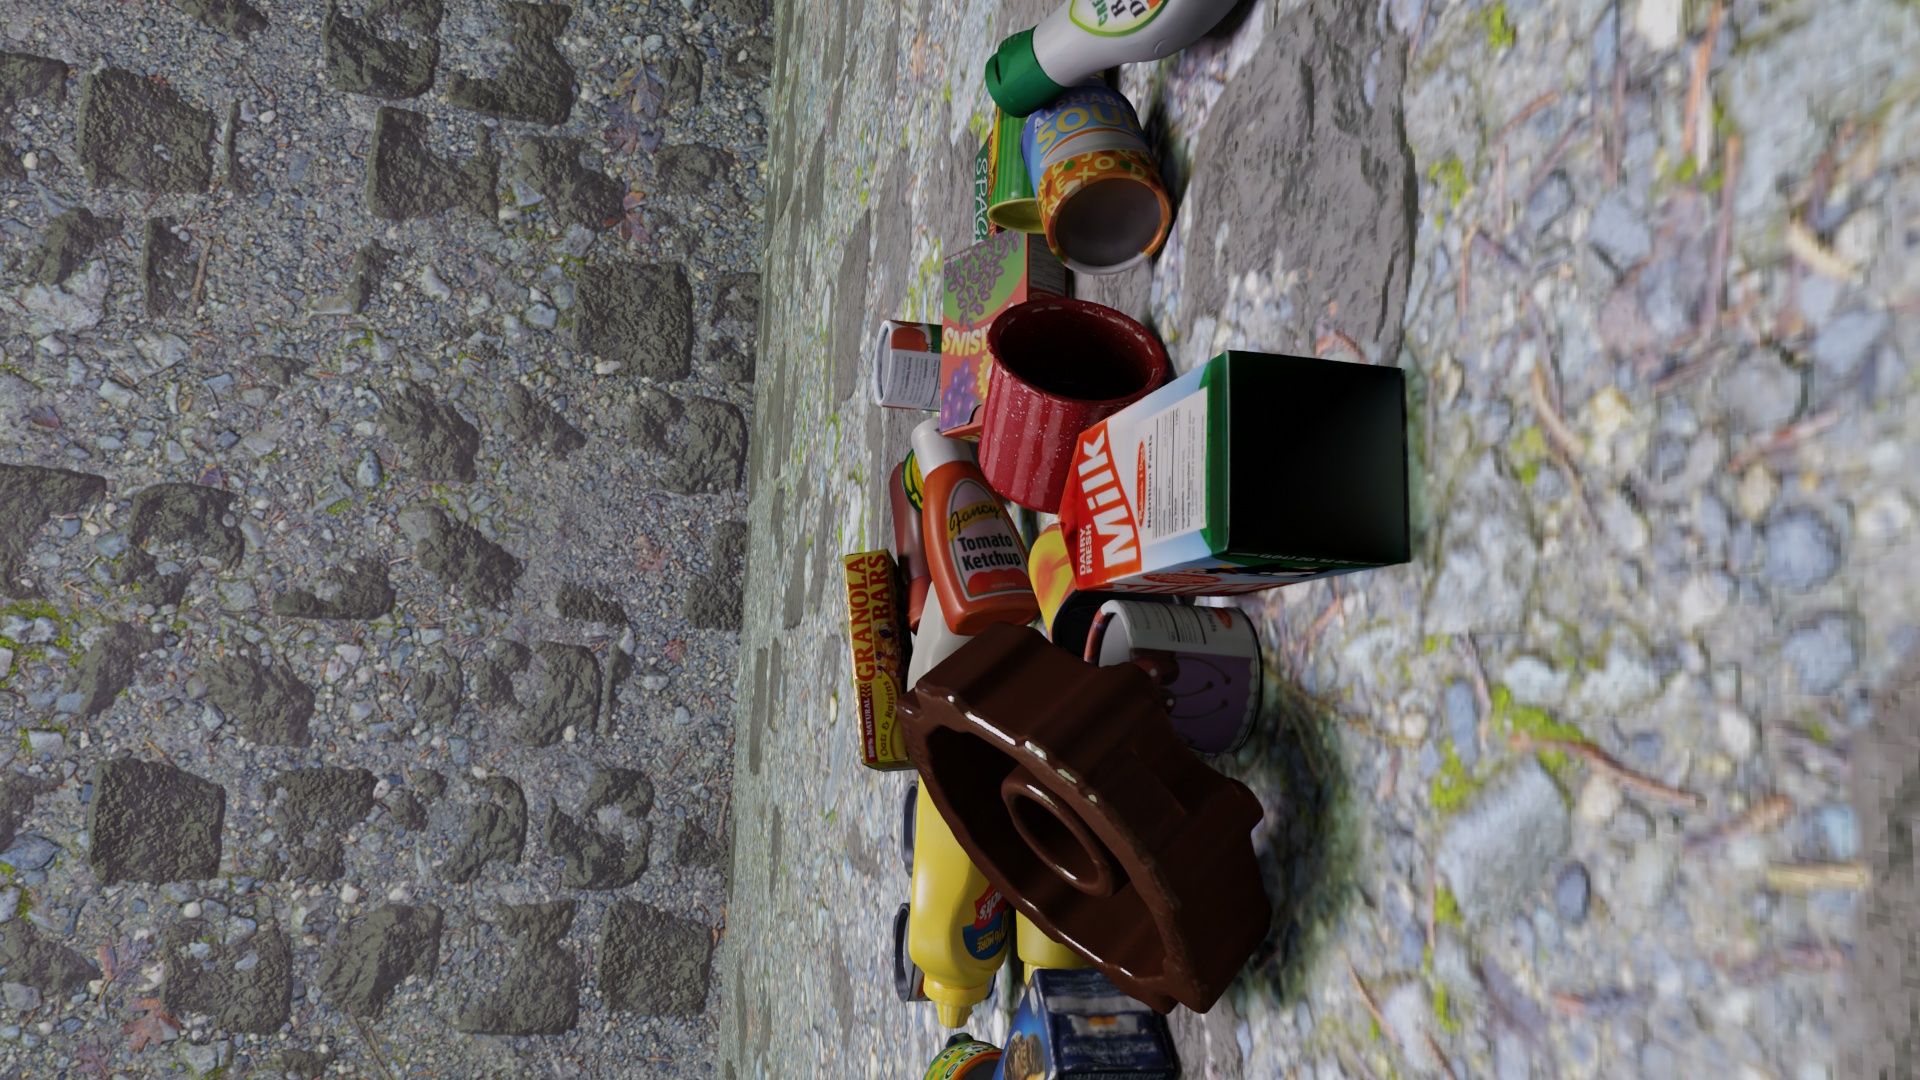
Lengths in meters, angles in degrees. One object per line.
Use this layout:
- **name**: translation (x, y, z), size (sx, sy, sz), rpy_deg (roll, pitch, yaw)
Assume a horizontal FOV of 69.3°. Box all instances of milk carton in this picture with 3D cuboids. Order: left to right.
- **milk carton**: translation (0.099, -0.017, 0.571), size (0.190, 0.072, 0.073), rpy_deg (155, 117, -73)

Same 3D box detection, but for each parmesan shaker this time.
- **parmesan shaker**: translation (0.053, -0.241, 0.826), size (0.071, 0.071, 0.103), rpy_deg (164, 110, -75)

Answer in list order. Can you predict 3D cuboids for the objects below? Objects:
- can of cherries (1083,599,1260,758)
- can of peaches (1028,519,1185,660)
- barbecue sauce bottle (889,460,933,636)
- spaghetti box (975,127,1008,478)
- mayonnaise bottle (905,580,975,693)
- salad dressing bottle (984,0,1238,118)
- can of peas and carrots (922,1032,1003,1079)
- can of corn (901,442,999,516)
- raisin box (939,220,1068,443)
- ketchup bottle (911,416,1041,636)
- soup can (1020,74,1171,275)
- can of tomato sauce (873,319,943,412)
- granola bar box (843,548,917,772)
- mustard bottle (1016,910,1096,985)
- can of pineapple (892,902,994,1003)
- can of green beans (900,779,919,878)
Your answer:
- **can of cherries**: translation (0.090, 0.063, 0.610), size (0.071, 0.058, 0.071), rpy_deg (-174, 89, -75)
- **can of peaches**: translation (0.070, 0.027, 0.683), size (0.058, 0.071, 0.071), rpy_deg (-107, 25, -54)
- **barbecue sauce bottle**: translation (-0.030, 0.008, 1.125), size (0.064, 0.044, 0.149), rpy_deg (96, 169, -53)
- **spaghetti box**: translation (0.030, -0.166, 0.962), size (0.050, 0.029, 0.250), rpy_deg (139, 132, -69)
- **mayonnaise bottle**: translation (-0.008, 0.064, 1.031), size (0.065, 0.041, 0.147), rpy_deg (-104, 24, -52)
- **salad dressing bottle**: translation (0.072, -0.254, 0.677), size (0.147, 0.044, 0.064), rpy_deg (-19, 73, 48)
- **can of peas and carrots**: translation (0.014, 0.332, 0.825), size (0.058, 0.071, 0.071), rpy_deg (140, 132, -69)
- **can of corn**: translation (-0.004, -0.047, 0.988), size (0.058, 0.071, 0.071), rpy_deg (146, 126, -71)
- **raisin box**: translation (0.028, -0.130, 0.885), size (0.086, 0.040, 0.123), rpy_deg (-11, 75, 49)
- **ketchup bottle**: translation (0.003, -0.011, 0.907), size (0.043, 0.065, 0.149), rpy_deg (119, 139, -52)
- **soup can**: translation (0.071, -0.193, 0.733), size (0.071, 0.071, 0.084), rpy_deg (108, 159, -45)
- **can of tomato sauce**: translation (-0.018, -0.129, 1.033), size (0.071, 0.083, 0.071), rpy_deg (-175, 89, -75)
- **granola bar box**: translation (-0.062, 0.101, 1.125), size (0.124, 0.039, 0.166), rpy_deg (71, -168, -76)
- **mustard bottle**: translation (0.055, 0.186, 0.736), size (0.065, 0.049, 0.160), rpy_deg (155, 118, -72)
- **can of pineapple**: translation (-0.012, 0.282, 0.956), size (0.071, 0.058, 0.071), rpy_deg (-175, 89, -76)
- **can of green beans**: translation (-0.006, 0.198, 0.951), size (0.071, 0.058, 0.071), rpy_deg (-175, 89, -75)
